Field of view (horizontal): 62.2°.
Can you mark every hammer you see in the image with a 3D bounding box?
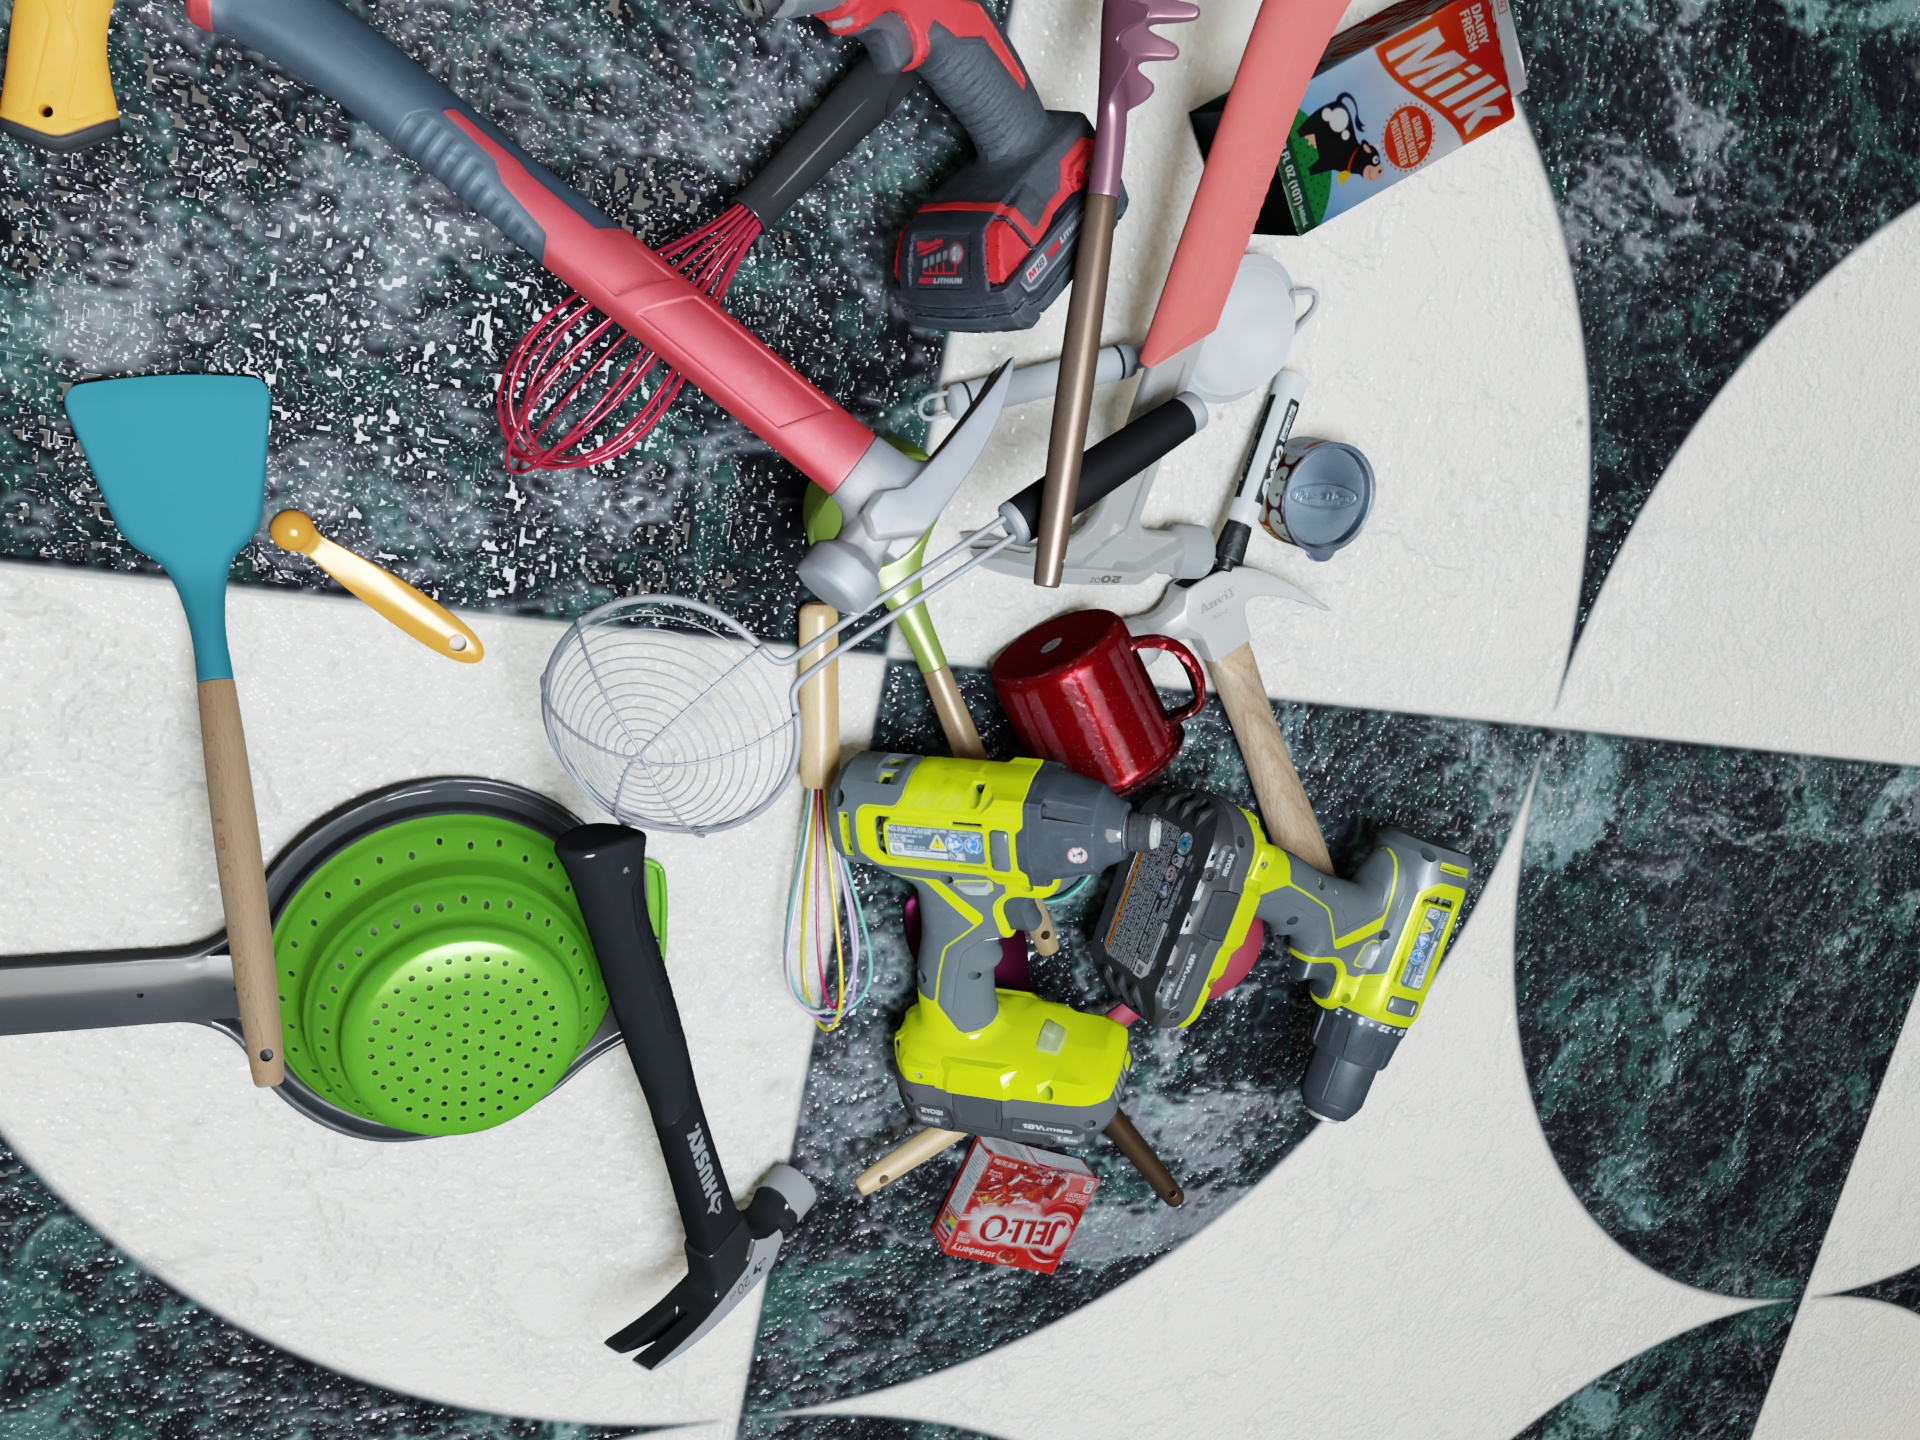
[{"bbox_3d":[-0.154,0.191,0.819,0.146,0.035,0.334,-44,138,-41],"label":"hammer"},{"bbox_3d":[-0.155,-0.218,0.695,0.386,0.038,0.143,38,75,-12],"label":"hammer"},{"bbox_3d":[0.205,0.047,1.007,0.130,0.031,0.331,-32,117,-11],"label":"hammer"},{"bbox_3d":[0.114,-0.226,0.805,0.149,0.037,0.358,1,127,-23],"label":"hammer"},{"bbox_3d":[-0.330,-0.392,0.617,0.127,0.034,0.337,13,102,-28],"label":"hammer"}]

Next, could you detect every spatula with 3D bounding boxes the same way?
[{"bbox_3d":[-0.332,0.007,0.712,0.082,0.044,0.317,-8,87,-25],"label":"spatula"}]

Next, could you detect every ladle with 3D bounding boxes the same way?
[{"bbox_3d":[0.070,0.200,0.982,0.315,0.031,0.069,-30,114,-18],"label":"ladle"},{"bbox_3d":[-0.001,-0.003,0.863,0.078,0.062,0.320,-25,109,-9],"label":"ladle"}]

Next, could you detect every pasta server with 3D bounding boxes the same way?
[{"bbox_3d":[0.070,-0.219,0.751,0.060,0.040,0.316,-9,108,-69],"label":"pasta server"}]

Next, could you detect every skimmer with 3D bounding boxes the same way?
[{"bbox_3d":[-0.035,-0.070,0.794,0.363,0.090,0.127,-34,111,-18],"label":"skimmer"}]

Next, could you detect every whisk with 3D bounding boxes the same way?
[{"bbox_3d":[-0.074,0.057,0.876,0.051,0.047,0.245,0,104,-1],"label":"whisk"},{"bbox_3d":[-0.114,-0.227,0.758,0.296,0.073,0.073,-49,119,-9],"label":"whisk"}]

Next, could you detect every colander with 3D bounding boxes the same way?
[{"bbox_3d":[-0.328,0.139,0.762,0.397,0.095,0.204,-1,107,-24],"label":"colander"}]

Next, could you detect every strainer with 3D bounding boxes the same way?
[{"bbox_3d":[0.097,-0.197,0.874,0.258,0.050,0.086,-17,128,-15],"label":"strainer"}]

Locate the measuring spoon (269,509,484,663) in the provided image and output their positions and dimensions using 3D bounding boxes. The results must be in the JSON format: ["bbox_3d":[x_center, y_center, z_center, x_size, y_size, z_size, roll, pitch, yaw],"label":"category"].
[{"bbox_3d":[-0.278,-0.061,0.765,0.116,0.011,0.021,38,89,-29],"label":"measuring spoon"}]

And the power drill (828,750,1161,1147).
[{"bbox_3d":[0.027,0.123,0.872,0.171,0.080,0.223,4,122,18],"label":"power drill"}]

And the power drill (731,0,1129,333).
[{"bbox_3d":[-0.015,-0.292,0.725,0.143,0.079,0.219,-53,134,-23],"label":"power drill"}]

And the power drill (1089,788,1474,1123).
[{"bbox_3d":[0.198,0.145,0.973,0.228,0.080,0.190,17,96,-30],"label":"power drill"}]

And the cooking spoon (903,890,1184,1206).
[{"bbox_3d":[0.063,0.211,1.005,0.069,0.017,0.318,-40,118,-7],"label":"cooking spoon"}]
